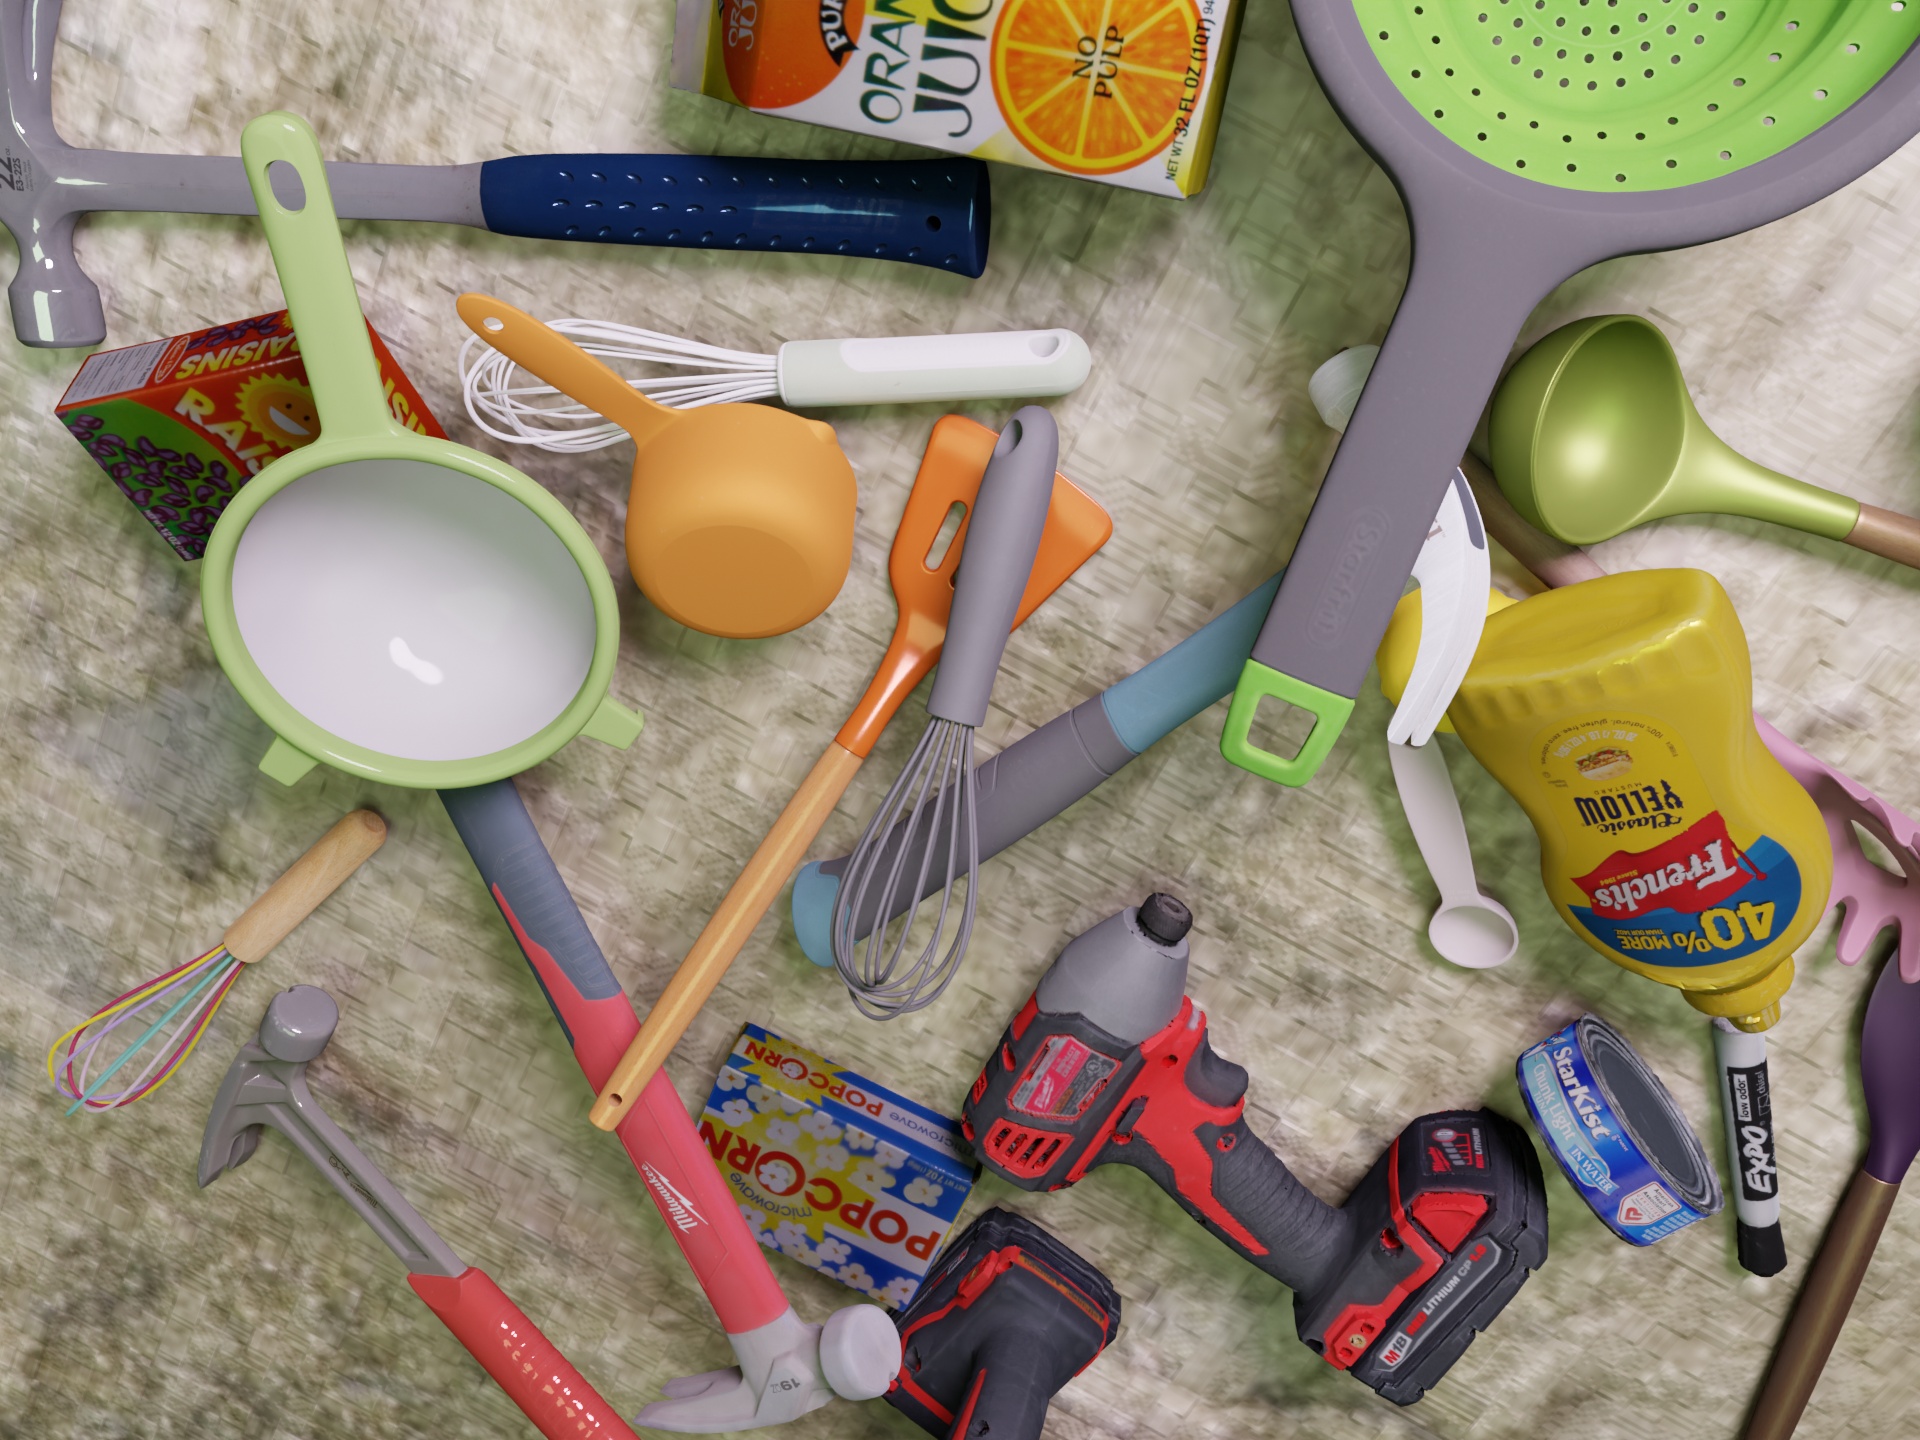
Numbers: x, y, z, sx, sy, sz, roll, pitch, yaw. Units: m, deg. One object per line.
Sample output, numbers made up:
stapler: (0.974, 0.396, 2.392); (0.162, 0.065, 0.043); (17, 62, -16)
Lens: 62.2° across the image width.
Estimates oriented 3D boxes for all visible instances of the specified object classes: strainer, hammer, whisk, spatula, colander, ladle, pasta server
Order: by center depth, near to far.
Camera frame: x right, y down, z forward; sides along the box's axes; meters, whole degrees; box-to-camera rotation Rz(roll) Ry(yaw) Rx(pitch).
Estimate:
colander: (0.172, -0.168, 0.494); (0.204, 0.094, 0.397); (23, 106, 8)
ladle: (0.334, -0.060, 0.542); (0.320, 0.062, 0.078); (19, 98, 2)
pasta server: (0.250, -0.023, 0.582); (0.316, 0.040, 0.060); (41, 152, -3)
strainer: (-0.211, -0.096, 0.592); (0.151, 0.069, 0.256); (-6, 121, -2)
whisk: (-0.001, -0.002, 0.599); (0.055, 0.055, 0.239); (15, 94, 6)
whisk: (-0.074, -0.132, 0.606); (0.246, 0.058, 0.059); (-1, 145, 8)
hammer: (-0.190, -0.206, 0.606); (0.405, 0.035, 0.144); (5, 111, 10)
hammer: (0.051, 0.006, 0.611); (0.331, 0.033, 0.128); (-35, 67, 30)
spatula: (-0.059, 0.032, 0.637); (0.081, 0.041, 0.322); (33, 93, -2)
spatula: (0.367, 0.207, 0.654); (0.060, 0.018, 0.315); (8, 111, -1)
hammer: (-0.170, 0.138, 0.702); (0.143, 0.038, 0.386); (-25, 94, 31)
hammer: (-0.220, 0.289, 0.740); (0.359, 0.037, 0.149); (42, 123, 12)
whisk: (-0.360, 0.119, 0.762); (0.245, 0.051, 0.047); (-39, 93, 19)

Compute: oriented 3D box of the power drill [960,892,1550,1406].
power drill: (0.123, 0.171, 0.664); (0.219, 0.078, 0.143); (30, 113, 3)

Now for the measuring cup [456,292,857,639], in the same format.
measuring cup: (-0.112, -0.089, 0.580); (0.095, 0.052, 0.173); (-29, 135, 32)

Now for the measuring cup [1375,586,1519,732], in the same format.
measuring cup: (0.217, 0.016, 0.607); (0.062, 0.029, 0.156); (-36, 98, 21)

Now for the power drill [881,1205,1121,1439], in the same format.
power drill: (-0.016, 0.337, 0.670); (0.080, 0.227, 0.188); (37, 113, -3)

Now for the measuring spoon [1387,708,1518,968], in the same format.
measuring spoon: (0.190, 0.044, 0.622); (0.034, 0.018, 0.124); (-9, 117, 31)
